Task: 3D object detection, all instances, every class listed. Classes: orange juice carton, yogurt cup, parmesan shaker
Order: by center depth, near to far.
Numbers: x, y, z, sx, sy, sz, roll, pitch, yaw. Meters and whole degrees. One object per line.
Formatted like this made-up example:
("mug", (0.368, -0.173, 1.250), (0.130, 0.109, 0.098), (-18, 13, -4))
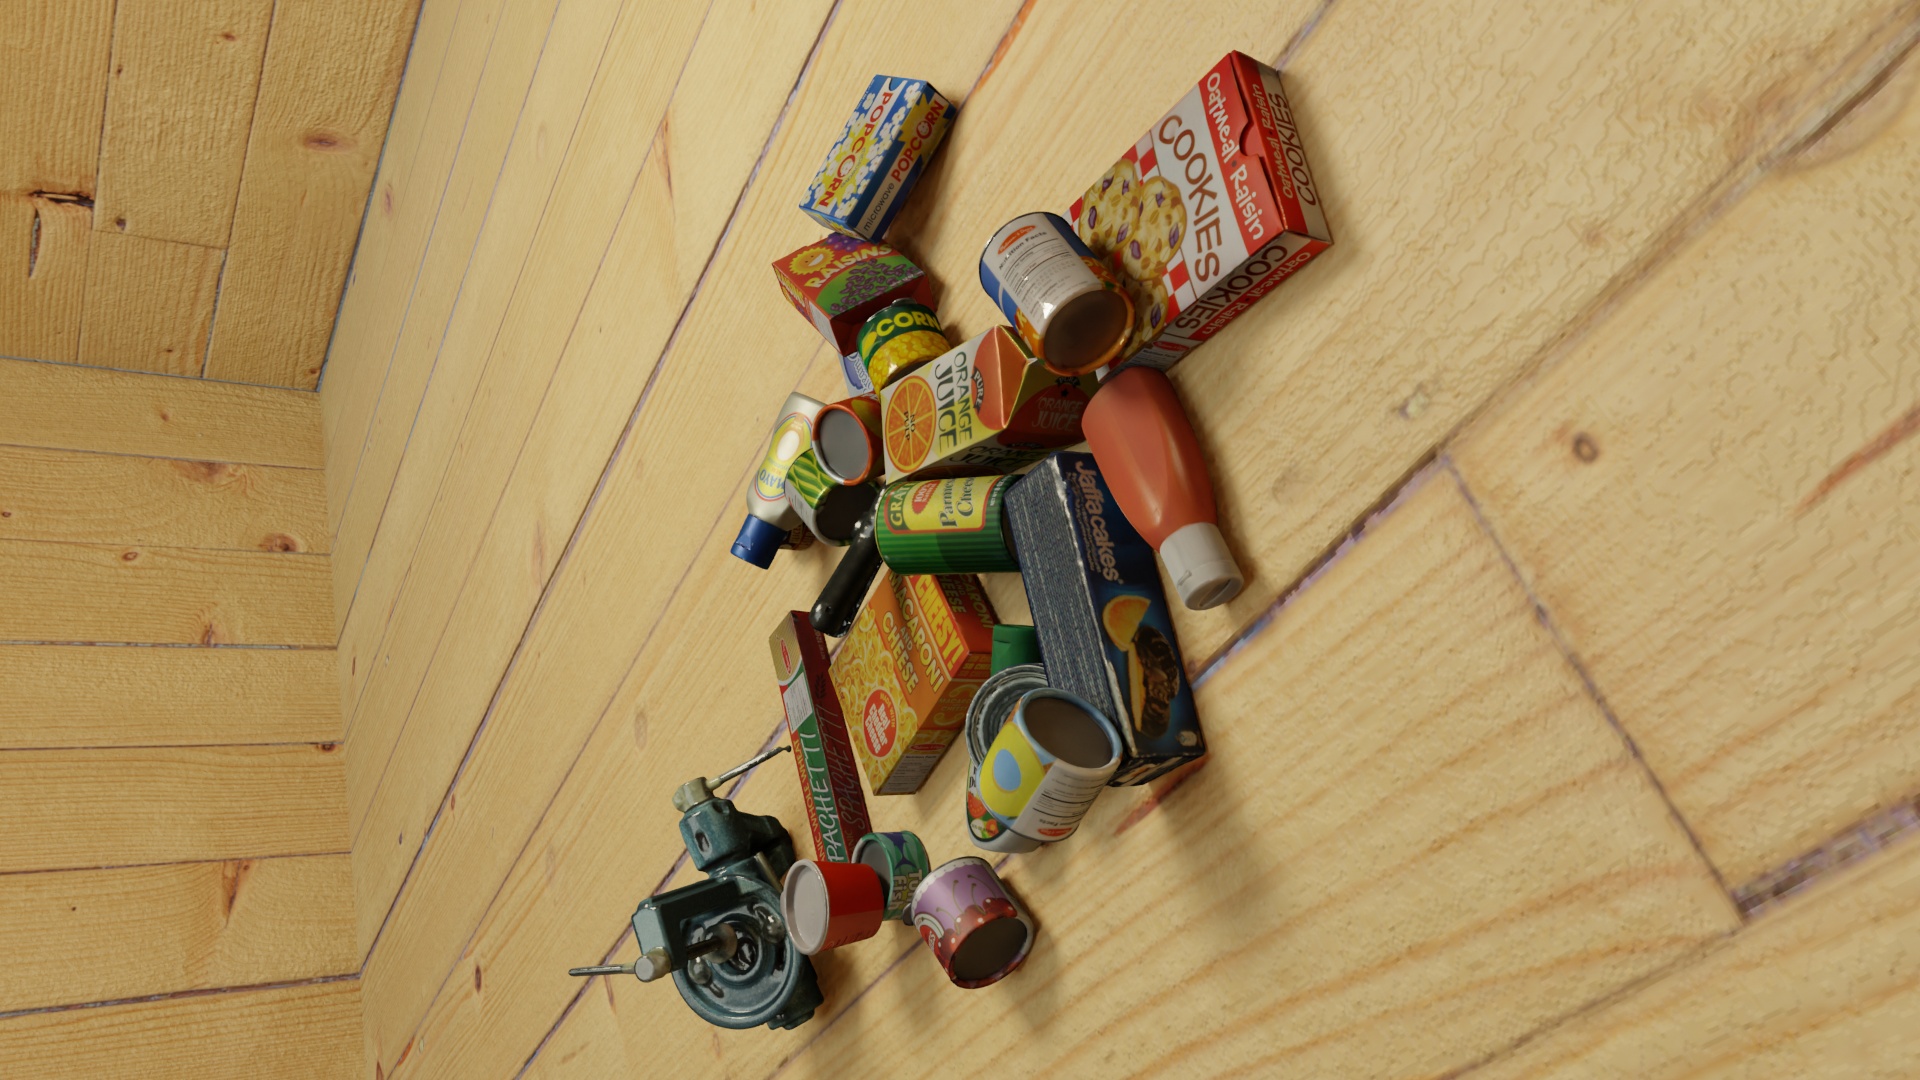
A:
("orange juice carton", (0.025, -0.091, 0.940), (0.192, 0.072, 0.073), (-21, 70, 54))
("parmesan shaker", (0.003, -0.012, 0.944), (0.103, 0.071, 0.071), (-3, 83, 35))
("yogurt cup", (-0.092, 0.268, 1.024), (0.072, 0.054, 0.072), (-9, 79, 56))

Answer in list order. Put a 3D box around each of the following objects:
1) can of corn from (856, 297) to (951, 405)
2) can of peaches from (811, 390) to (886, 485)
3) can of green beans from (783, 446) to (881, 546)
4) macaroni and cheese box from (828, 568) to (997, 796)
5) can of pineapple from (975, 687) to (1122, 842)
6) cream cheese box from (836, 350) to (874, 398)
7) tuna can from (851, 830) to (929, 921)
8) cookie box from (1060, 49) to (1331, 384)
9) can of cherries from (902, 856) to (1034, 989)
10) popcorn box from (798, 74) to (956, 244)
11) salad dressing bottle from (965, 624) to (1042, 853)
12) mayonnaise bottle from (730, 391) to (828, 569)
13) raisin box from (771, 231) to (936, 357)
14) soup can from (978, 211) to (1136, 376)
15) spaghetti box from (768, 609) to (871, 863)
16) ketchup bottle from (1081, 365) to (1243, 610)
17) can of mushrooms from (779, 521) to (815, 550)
("can of corn", (-0.038, -0.137, 1.043), (0.070, 0.071, 0.058), (-54, 46, 38))
("can of peaches", (-0.072, -0.082, 1.076), (0.071, 0.058, 0.071), (17, 118, 37))
("can of green beans", (-0.102, -0.037, 1.127), (0.058, 0.071, 0.071), (46, 123, 47))
("macaroni and cheese box", (-0.035, 0.091, 1.035), (0.165, 0.040, 0.124), (-58, 42, 35))
("can of pineapple", (0.049, 0.123, 0.777), (0.057, 0.071, 0.071), (-62, 40, 31))
("cream cheese box", (-0.075, -0.150, 1.138), (0.053, 0.024, 0.104), (-49, 48, 42))
("tuna can", (-0.053, 0.254, 1.048), (0.071, 0.033, 0.071), (-10, 78, 56))
("cookie box", (0.131, -0.184, 0.822), (0.166, 0.040, 0.123), (-37, 56, 48))
("can of cherries", (0.005, 0.257, 0.928), (0.058, 0.071, 0.071), (45, 123, 47))
("popcorn box", (-0.067, -0.301, 1.096), (0.126, 0.038, 0.085), (-59, 37, 1))
("salad dressing bottle", (0.035, 0.130, 0.923), (0.064, 0.044, 0.147), (3, 88, 50))
("mayonnaise bottle", (-0.147, -0.049, 1.174), (0.065, 0.041, 0.148), (24, 87, 31))
("raisin box", (-0.087, -0.202, 1.103), (0.124, 0.086, 0.040), (47, 161, 48))
("soup can", (0.059, -0.146, 0.835), (0.071, 0.071, 0.084), (-62, 41, 31))
("spaghetti box", (-0.115, 0.177, 1.153), (0.050, 0.029, 0.251), (-48, 49, 42))
("ketchup bottle", (0.120, -0.029, 0.817), (0.064, 0.043, 0.149), (-51, 47, 40))
("can of mushrooms", (-0.152, -0.023, 1.229), (0.071, 0.033, 0.071), (-11, 76, 55))
